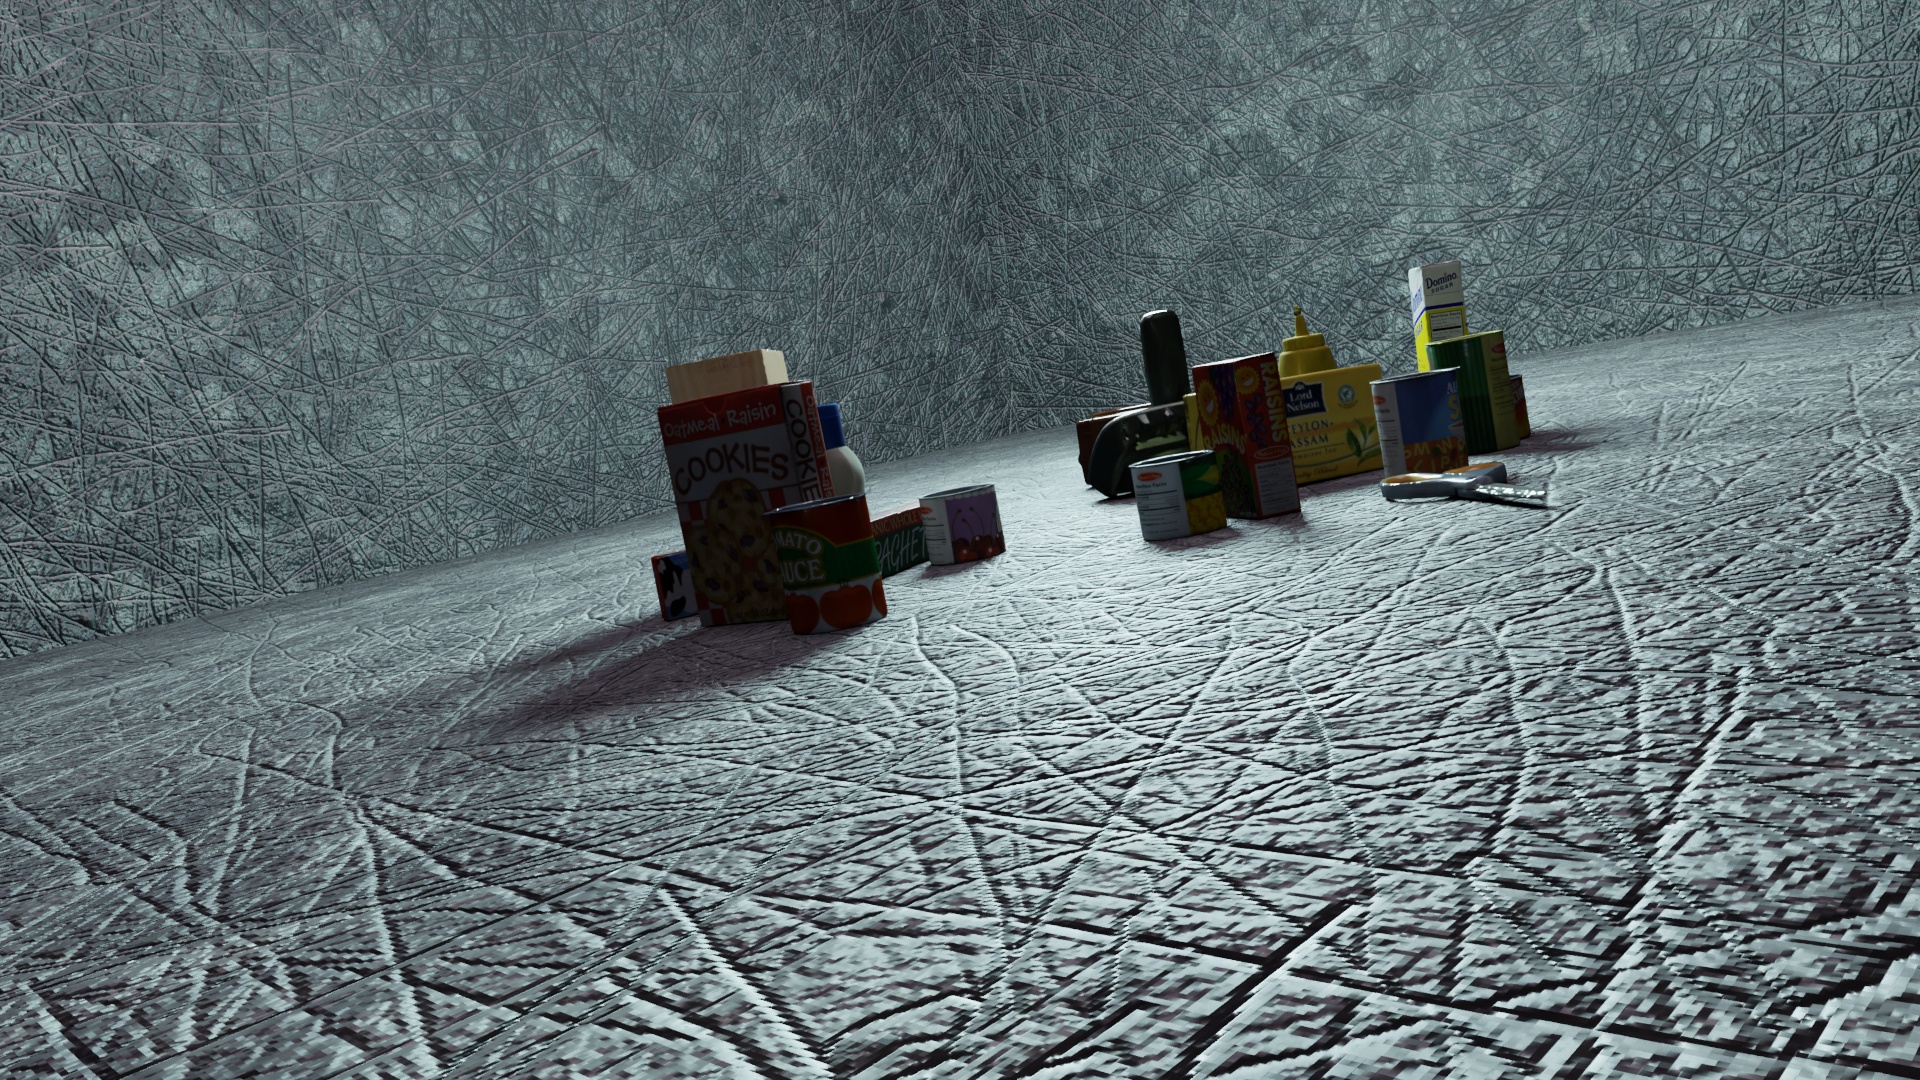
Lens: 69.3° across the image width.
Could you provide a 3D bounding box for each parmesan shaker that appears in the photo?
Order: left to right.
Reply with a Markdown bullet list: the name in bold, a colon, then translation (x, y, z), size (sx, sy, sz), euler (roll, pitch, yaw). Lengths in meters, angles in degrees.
- **parmesan shaker**: translation (0.454, -0.130, 1.234), size (0.071, 0.103, 0.071), euler (-11, 5, 1)

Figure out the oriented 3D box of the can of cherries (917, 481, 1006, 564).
- **can of cherries**: translation (0.004, -0.015, 1.162), size (0.071, 0.058, 0.071), euler (-11, 6, 1)

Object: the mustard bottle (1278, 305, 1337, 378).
- **mustard bottle**: translation (0.338, -0.148, 1.344), size (0.065, 0.160, 0.049), euler (-14, 6, -31)

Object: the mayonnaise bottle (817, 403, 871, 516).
- **mayonnaise bottle**: translation (-0.108, -0.042, 1.190), size (0.065, 0.148, 0.041), euler (-9, 5, 14)

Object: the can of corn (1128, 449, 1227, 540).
- **can of corn**: translation (0.168, -0.035, 1.061), size (0.071, 0.058, 0.071), euler (-11, 6, 1)

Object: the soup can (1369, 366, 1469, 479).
- **soup can**: translation (0.373, -0.093, 1.119), size (0.071, 0.083, 0.071), euler (-11, 5, 1)

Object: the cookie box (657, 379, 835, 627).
- **cookie box**: translation (-0.150, -0.025, 1.010), size (0.123, 0.167, 0.040), euler (-7, 6, 34)

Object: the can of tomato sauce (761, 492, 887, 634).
- **can of tomato sauce**: translation (-0.089, 0.015, 0.922), size (0.071, 0.083, 0.071), euler (-11, 5, 1)

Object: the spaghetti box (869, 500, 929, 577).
- **spaghetti box**: translation (-0.041, -0.006, 1.204), size (0.028, 0.050, 0.251), euler (-8, 6, 28)

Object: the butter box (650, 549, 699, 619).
- **butter box**: translation (-0.198, 0.029, 1.141), size (0.104, 0.053, 0.024), euler (-13, 6, -25)

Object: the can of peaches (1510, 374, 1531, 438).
- **can of peaches**: translation (0.494, -0.121, 1.293), size (0.071, 0.058, 0.071), euler (-11, 6, 1)

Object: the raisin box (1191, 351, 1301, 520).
- **raisin box**: translation (0.223, -0.081, 1.087), size (0.040, 0.123, 0.086), euler (-12, 5, -11)
